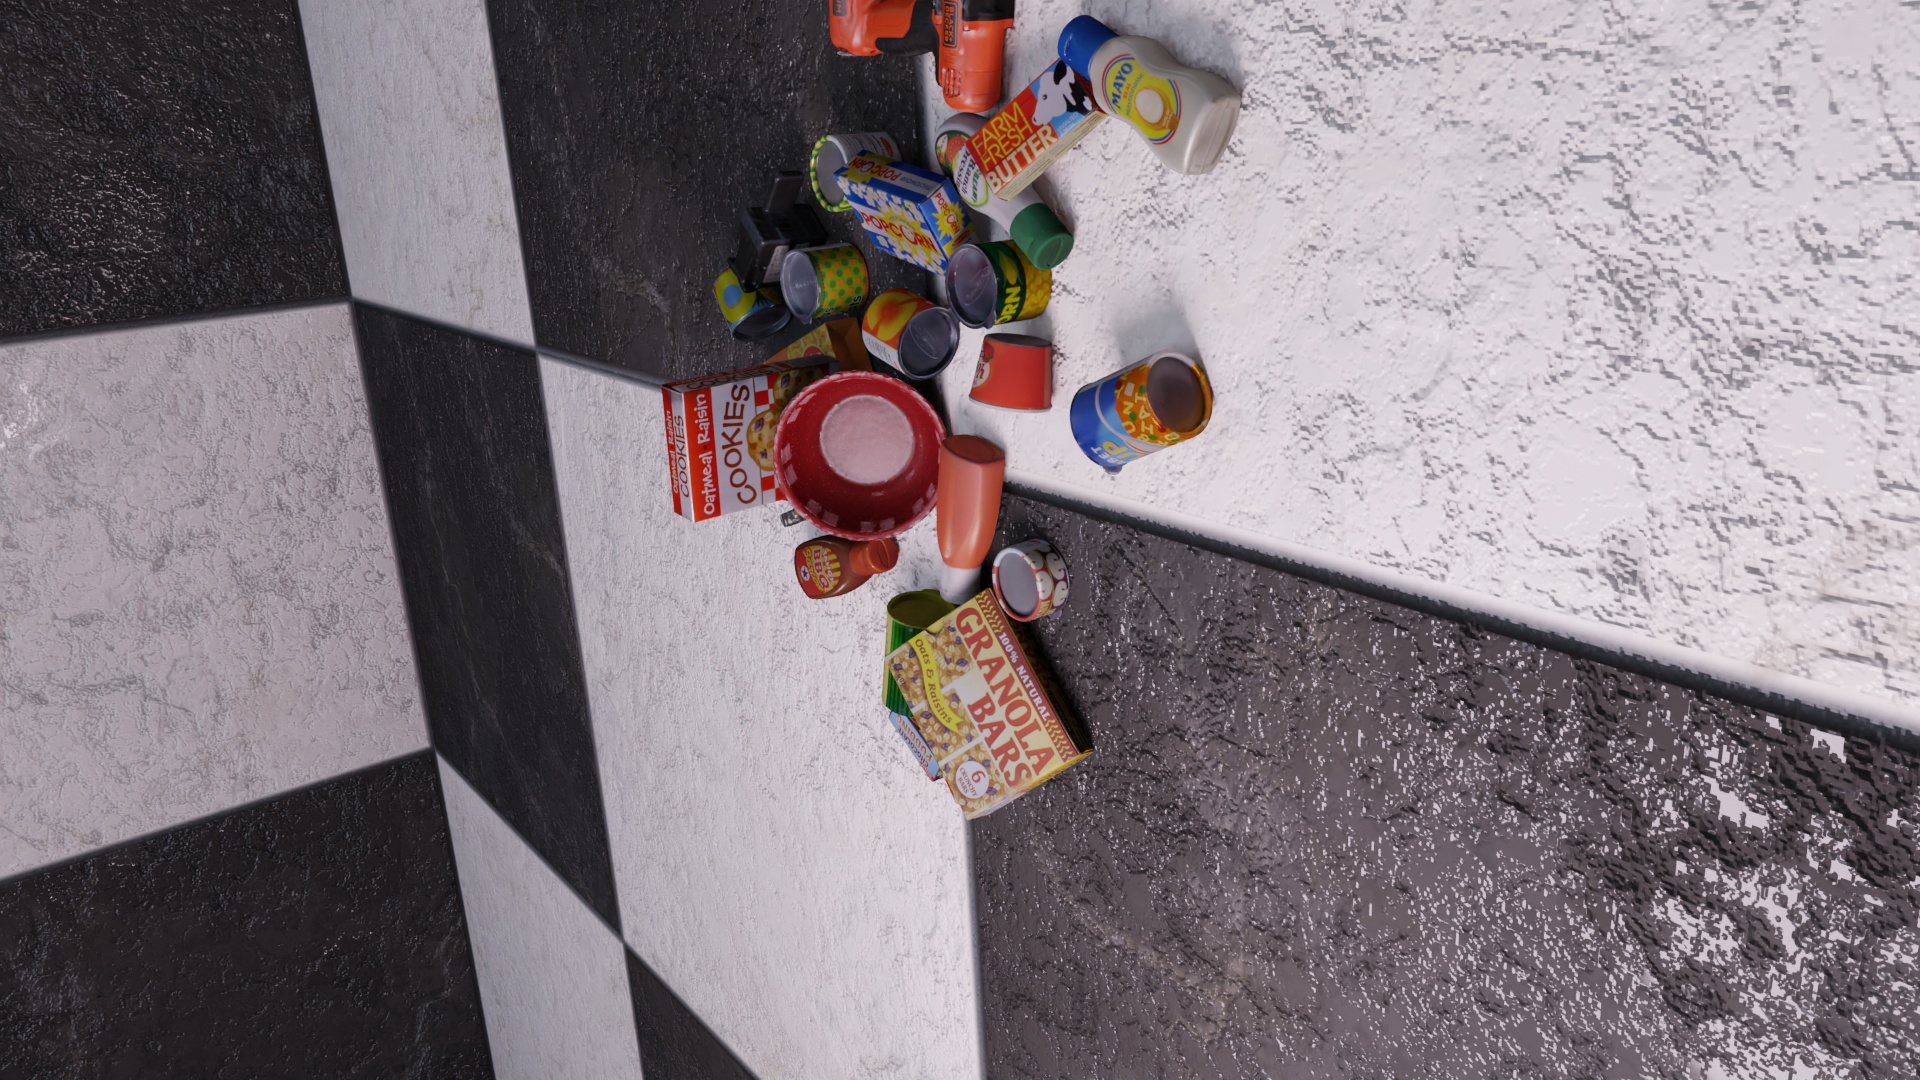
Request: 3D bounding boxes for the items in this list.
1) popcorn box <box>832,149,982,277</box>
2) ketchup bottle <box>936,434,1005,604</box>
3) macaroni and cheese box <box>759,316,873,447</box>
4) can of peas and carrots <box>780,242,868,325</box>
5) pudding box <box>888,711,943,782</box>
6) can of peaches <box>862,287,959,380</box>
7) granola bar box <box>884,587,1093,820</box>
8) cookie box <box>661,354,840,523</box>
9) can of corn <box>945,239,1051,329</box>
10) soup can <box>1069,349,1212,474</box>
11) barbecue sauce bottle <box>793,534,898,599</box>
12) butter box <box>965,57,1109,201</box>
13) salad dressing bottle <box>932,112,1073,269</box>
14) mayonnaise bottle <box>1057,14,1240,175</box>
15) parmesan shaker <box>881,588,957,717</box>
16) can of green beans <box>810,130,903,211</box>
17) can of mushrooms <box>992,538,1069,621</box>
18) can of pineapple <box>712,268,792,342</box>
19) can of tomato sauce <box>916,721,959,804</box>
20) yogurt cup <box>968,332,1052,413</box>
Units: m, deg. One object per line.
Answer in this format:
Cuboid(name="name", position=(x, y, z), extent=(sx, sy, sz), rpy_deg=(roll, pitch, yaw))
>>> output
Cuboid(name="popcorn box", position=(-0.041, -0.271, 1.158), extent=(0.127, 0.038, 0.085), rpy_deg=(32, 163, 44))
Cuboid(name="ketchup bottle", position=(0.004, -0.015, 1.223), extent=(0.065, 0.044, 0.148), rpy_deg=(36, 130, 43))
Cuboid(name="macaroni and cheese box", position=(-0.141, -0.138, 1.380), extent=(0.166, 0.040, 0.123), rpy_deg=(-18, 89, 55))
Cuboid(name="can of peas and carrots", position=(-0.127, -0.241, 1.305), extent=(0.071, 0.059, 0.070), rpy_deg=(26, 124, 47))
Cuboid(name="pudding box", position=(-0.026, 0.186, 1.339), extent=(0.084, 0.050, 0.030), rpy_deg=(52, 139, 28))
Cuboid(name="can of peaches", position=(-0.042, -0.182, 1.207), extent=(0.058, 0.071, 0.071), rpy_deg=(35, 129, 43))
Cuboid(name="granola bar box", position=(0.022, 0.141, 1.211), extent=(0.124, 0.039, 0.166), rpy_deg=(-35, 73, 22))
Cuboid(name="cookie box", position=(-0.187, -0.096, 1.278), extent=(0.040, 0.168, 0.122), rpy_deg=(23, 121, 47))
Cuboid(name="can of corn", position=(0.032, -0.202, 1.099), extent=(0.071, 0.058, 0.071), rpy_deg=(25, 122, 48))
Cuboid(name="soup can", position=(0.130, -0.091, 0.997), extent=(0.083, 0.071, 0.071), rpy_deg=(-20, 87, 55))
Cuboid(name="barbecue sauce bottle", position=(-0.115, 0.022, 1.405), extent=(0.148, 0.044, 0.065), rpy_deg=(-13, 92, 55))
Cuboid(name="butter box", position=(0.055, -0.302, 1.023), extent=(0.103, 0.024, 0.053), rpy_deg=(-35, 71, 28))
Cuboid(name="salad dressing bottle", position=(0.034, -0.272, 1.081), extent=(0.148, 0.044, 0.064), rpy_deg=(55, 146, 26))
Cuboid(name="mayonnaise bottle", position=(0.124, -0.309, 0.944), extent=(0.148, 0.041, 0.064), rpy_deg=(48, 137, 32))
Cuboid(name="parmesan shaker", position=(-0.038, 0.107, 1.315), extent=(0.071, 0.071, 0.102), rpy_deg=(35, 130, 43))
Cuboid(name="can of green beans", position=(-0.092, -0.325, 1.224), extent=(0.071, 0.058, 0.071), rpy_deg=(26, 123, 48))
Cuboid(name="can of mushrooms", position=(0.060, 0.036, 1.175), extent=(0.071, 0.033, 0.070), rpy_deg=(24, 121, 48))
Cuboid(name="can of pineapple", position=(-0.211, -0.245, 1.417), extent=(0.070, 0.071, 0.058), rpy_deg=(-43, 68, 52))
Cuboid(name="can of tomato sauce", position=(0.007, 0.192, 1.277), extent=(0.071, 0.071, 0.083), rpy_deg=(-45, 67, 52))
Cuboid(name="yogurt cup", position=(0.043, -0.134, 1.107), extent=(0.072, 0.072, 0.053), rpy_deg=(26, 115, 47))
